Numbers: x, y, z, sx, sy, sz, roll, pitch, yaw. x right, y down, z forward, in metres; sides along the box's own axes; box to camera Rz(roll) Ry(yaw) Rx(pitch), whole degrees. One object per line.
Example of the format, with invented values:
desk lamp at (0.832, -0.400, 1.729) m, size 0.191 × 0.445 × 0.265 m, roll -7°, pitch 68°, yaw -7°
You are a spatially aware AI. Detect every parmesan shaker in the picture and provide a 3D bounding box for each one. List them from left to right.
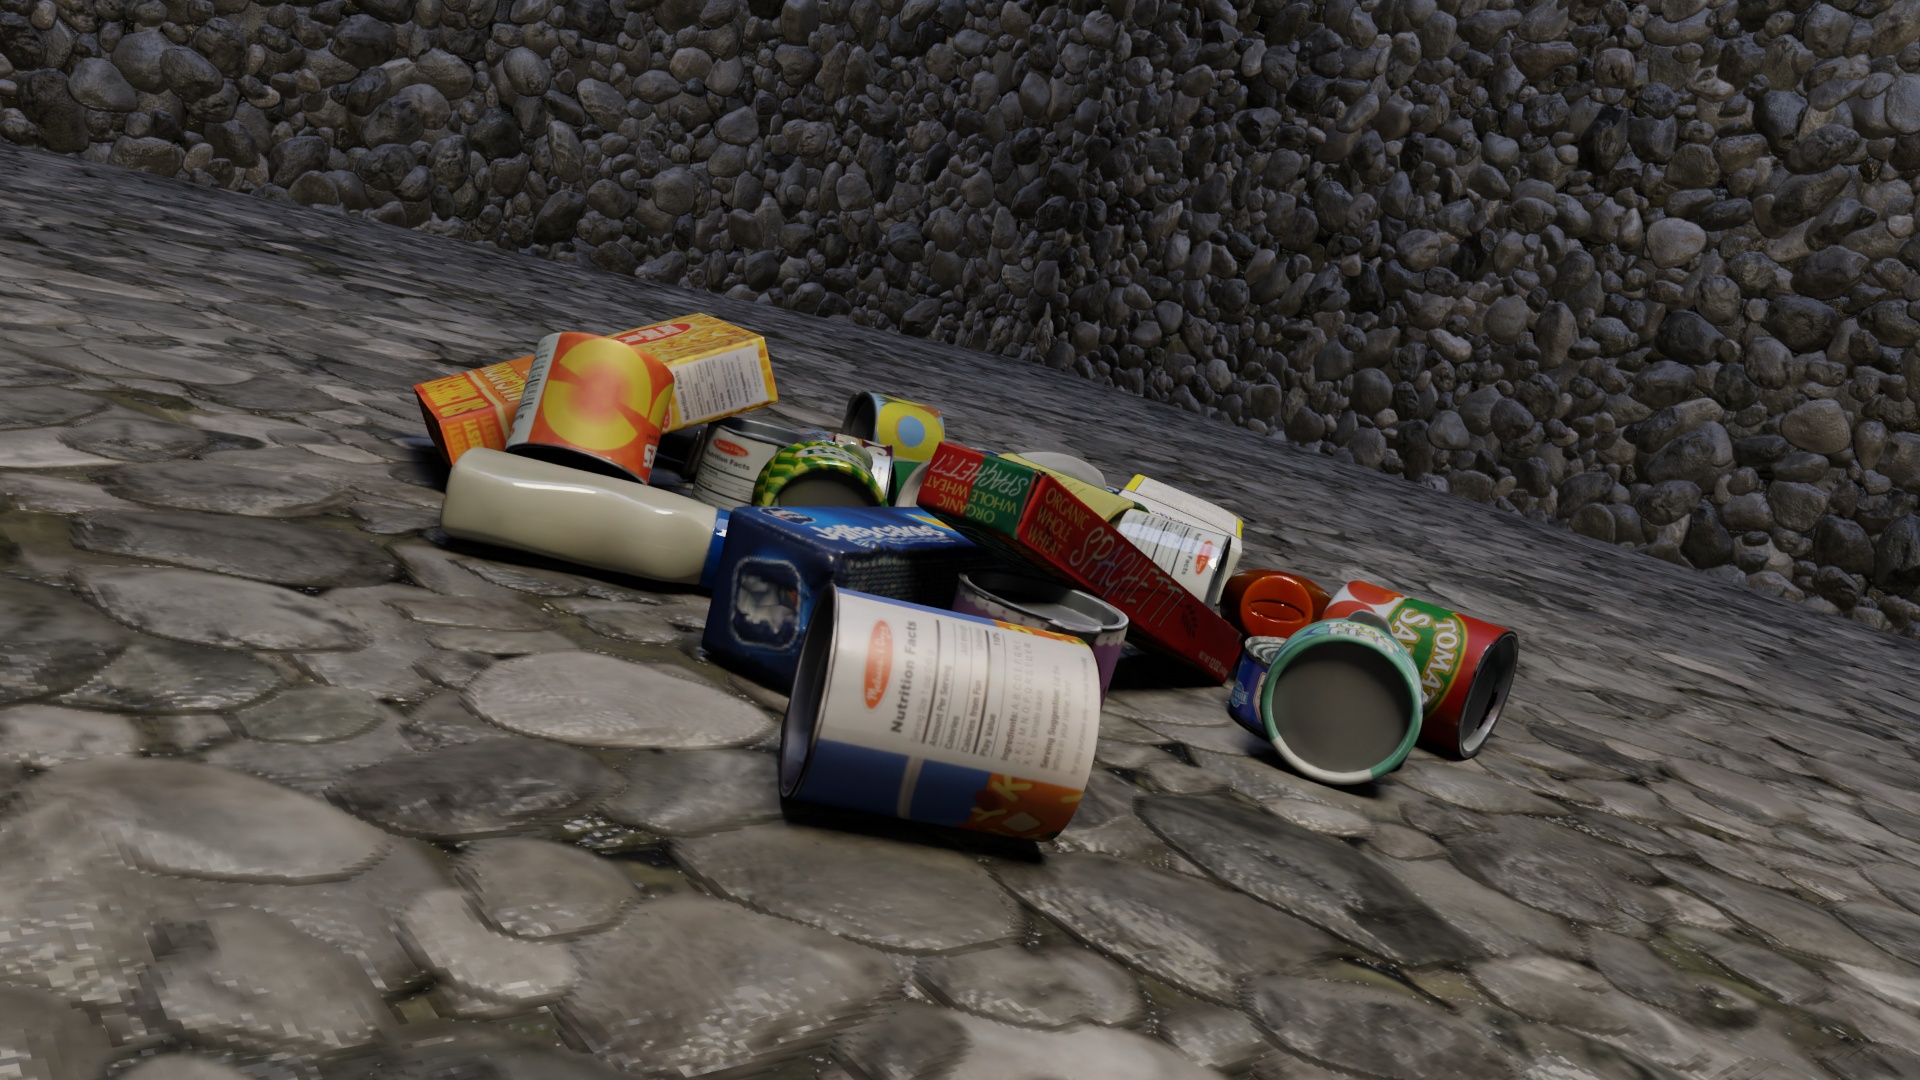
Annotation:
parmesan shaker at (0.057, -0.004, 0.835) m, size 0.071 × 0.071 × 0.103 m, roll 4°, pitch 16°, yaw -46°

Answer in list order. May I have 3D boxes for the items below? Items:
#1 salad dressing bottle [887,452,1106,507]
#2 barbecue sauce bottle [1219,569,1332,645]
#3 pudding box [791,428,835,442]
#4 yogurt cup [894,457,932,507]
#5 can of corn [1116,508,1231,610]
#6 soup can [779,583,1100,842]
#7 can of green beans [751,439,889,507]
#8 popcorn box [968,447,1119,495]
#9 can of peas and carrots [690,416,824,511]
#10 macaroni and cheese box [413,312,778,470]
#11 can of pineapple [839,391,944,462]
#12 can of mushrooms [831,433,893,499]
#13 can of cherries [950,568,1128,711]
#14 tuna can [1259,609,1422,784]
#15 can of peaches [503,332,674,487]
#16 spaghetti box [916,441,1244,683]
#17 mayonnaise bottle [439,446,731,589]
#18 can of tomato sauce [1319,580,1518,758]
salad dressing bottle at (0.024, -0.031, 0.944) m, size 0.148 × 0.064 × 0.044 m, roll 3°, pitch 33°, yaw -16°
barbecue sauce bottle at (0.174, 0.038, 0.765) m, size 0.065 × 0.043 × 0.148 m, roll 12°, pitch 1°, yaw 13°
pudding box at (-0.101, -0.041, 0.842) m, size 0.030 × 0.049 × 0.084 m, roll 15°, pitch 10°, yaw 13°
yogurt cup at (0.003, -0.010, 0.788) m, size 0.054 × 0.072 × 0.072 m, roll 16°, pitch 6°, yaw -45°
can of corn at (0.111, 0.023, 0.765) m, size 0.058 × 0.071 × 0.071 m, roll 17°, pitch 10°, yaw 15°
soup can at (-0.008, 0.055, 0.431) m, size 0.084 × 0.071 × 0.071 m, roll 13°, pitch 10°, yaw -14°
can of green beans at (-0.070, -0.013, 0.690) m, size 0.071 × 0.071 × 0.058 m, roll 12°, pitch 11°, yaw -13°
popcorn box at (0.049, -0.036, 1.052) m, size 0.127 × 0.038 × 0.085 m, roll 18°, pitch 9°, yaw 16°
can of peas and carrots at (-0.109, -0.031, 0.755) m, size 0.071 × 0.058 × 0.071 m, roll 15°, pitch 10°, yaw -3°
macaroni and cheese box at (-0.198, -0.079, 0.748) m, size 0.167 × 0.040 × 0.124 m, roll -19°, pitch 22°, yaw -21°
can of pineapple at (-0.051, -0.074, 1.030) m, size 0.058 × 0.071 × 0.071 m, roll 11°, pitch 11°, yaw -27°
can of mushrooms at (-0.060, -0.024, 0.765) m, size 0.033 × 0.071 × 0.071 m, roll 12°, pitch 10°, yaw -10°
can of cherries at (0.024, 0.048, 0.522) m, size 0.071 × 0.058 × 0.071 m, roll 15°, pitch 10°, yaw -3°
tuna can at (0.162, 0.066, 0.586) m, size 0.071 × 0.071 × 0.033 m, roll 17°, pitch 11°, yaw 15°
can of peaches at (-0.170, -0.057, 0.650) m, size 0.071 × 0.058 × 0.071 m, roll 9°, pitch -17°, yaw 3°
spaghetti box at (0.063, 0.017, 0.613) m, size 0.050 × 0.029 × 0.249 m, roll 20°, pitch -7°, yaw 33°
mayonnaise bottle at (-0.148, -0.005, 0.616) m, size 0.148 × 0.041 × 0.065 m, roll 14°, pitch 6°, yaw -9°
can of tomato sauce at (0.227, 0.062, 0.701) m, size 0.083 × 0.071 × 0.071 m, roll 21°, pitch 12°, yaw 36°
